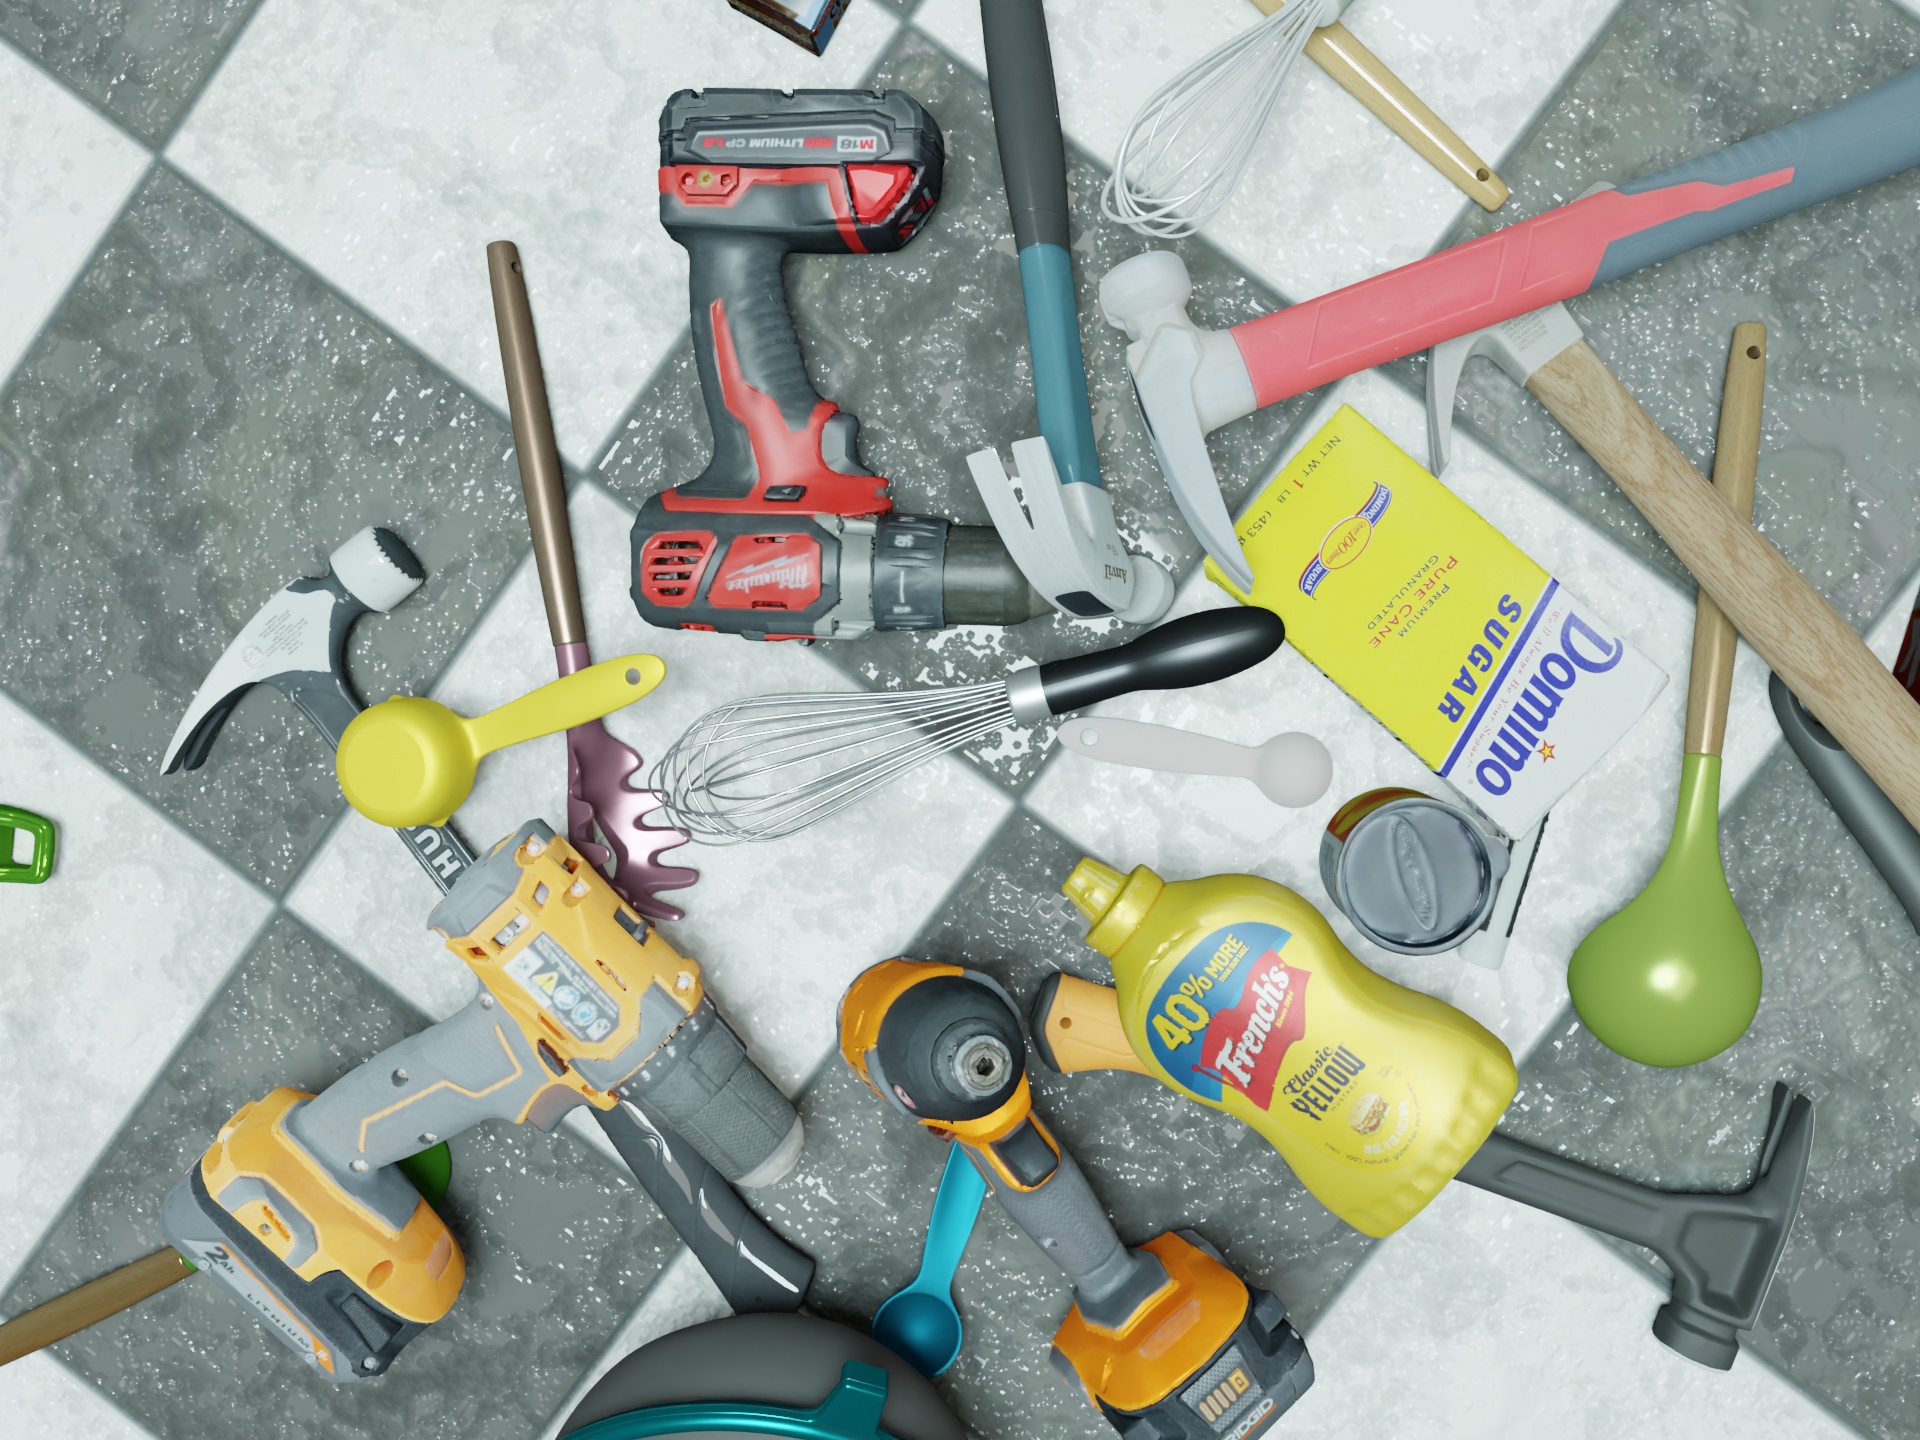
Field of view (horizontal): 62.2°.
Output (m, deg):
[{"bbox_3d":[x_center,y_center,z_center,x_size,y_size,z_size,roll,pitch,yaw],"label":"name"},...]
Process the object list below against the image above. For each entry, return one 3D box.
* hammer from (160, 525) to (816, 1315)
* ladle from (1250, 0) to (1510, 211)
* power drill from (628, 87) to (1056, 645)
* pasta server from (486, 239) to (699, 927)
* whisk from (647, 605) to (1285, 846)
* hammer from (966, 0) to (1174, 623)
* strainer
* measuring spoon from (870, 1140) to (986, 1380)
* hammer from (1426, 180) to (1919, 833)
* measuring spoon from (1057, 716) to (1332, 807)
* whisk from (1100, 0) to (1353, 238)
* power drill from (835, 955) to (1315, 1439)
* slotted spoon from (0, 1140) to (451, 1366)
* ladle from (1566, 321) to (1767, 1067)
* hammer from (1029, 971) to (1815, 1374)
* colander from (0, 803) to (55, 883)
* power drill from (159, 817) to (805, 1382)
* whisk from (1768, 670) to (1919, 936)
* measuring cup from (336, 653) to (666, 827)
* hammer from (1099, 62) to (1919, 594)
[{"bbox_3d":[-0.202,0.117,0.728,0.149,0.036,0.409,-37,90,6],"label":"hammer"},{"bbox_3d":[0.119,-0.331,0.685,0.315,0.031,0.069,43,91,-1],"label":"ladle"},{"bbox_3d":[-0.046,-0.144,0.684,0.188,0.080,0.226,2,96,4],"label":"power drill"},{"bbox_3d":[-0.174,-0.062,0.716,0.040,0.060,0.316,-11,89,26],"label":"pasta server"},{"bbox_3d":[-0.001,-0.003,0.681,0.284,0.070,0.070,-16,92,11],"label":"whisk"},{"bbox_3d":[0.034,-0.208,0.668,0.033,0.128,0.331,-10,84,28],"label":"hammer"},{"bbox_3d":[-0.139,0.340,0.703,0.340,0.095,0.210,-17,121,16],"label":"strainer"},{"bbox_3d":[-0.008,0.237,0.731,0.042,0.021,0.128,18,85,-5],"label":"measuring spoon"},{"bbox_3d":[0.315,-0.061,0.648,0.130,0.031,0.331,-37,78,4],"label":"hammer"},{"bbox_3d":[0.104,0.016,0.707,0.124,0.018,0.034,9,94,5],"label":"measuring spoon"},{"bbox_3d":[0.139,-0.289,0.652,0.246,0.059,0.057,-51,130,-13],"label":"whisk"},{"bbox_3d":[0.040,0.195,0.647,0.084,0.164,0.226,-38,93,-13],"label":"power drill"},{"bbox_3d":[-0.385,0.266,0.754,0.314,0.031,0.070,-25,96,7],"label":"slotted spoon"},{"bbox_3d":[0.318,-0.010,0.685,0.078,0.062,0.320,8,87,6],"label":"ladle"},{"bbox_3d":[0.195,0.172,0.700,0.337,0.034,0.127,18,95,3],"label":"hammer"},{"bbox_3d":[-0.625,0.037,0.726,0.397,0.094,0.204,8,94,4],"label":"colander"},{"bbox_3d":[-0.195,0.178,0.677,0.226,0.084,0.185,-42,100,7],"label":"power drill"},{"bbox_3d":[0.426,0.102,0.670,0.073,0.073,0.296,-29,84,5],"label":"whisk"},{"bbox_3d":[-0.198,0.003,0.678,0.156,0.029,0.062,-20,90,15],"label":"measuring cup"},{"bbox_3d":[0.260,-0.178,0.636,0.386,0.038,0.143,-20,81,4],"label":"hammer"}]
